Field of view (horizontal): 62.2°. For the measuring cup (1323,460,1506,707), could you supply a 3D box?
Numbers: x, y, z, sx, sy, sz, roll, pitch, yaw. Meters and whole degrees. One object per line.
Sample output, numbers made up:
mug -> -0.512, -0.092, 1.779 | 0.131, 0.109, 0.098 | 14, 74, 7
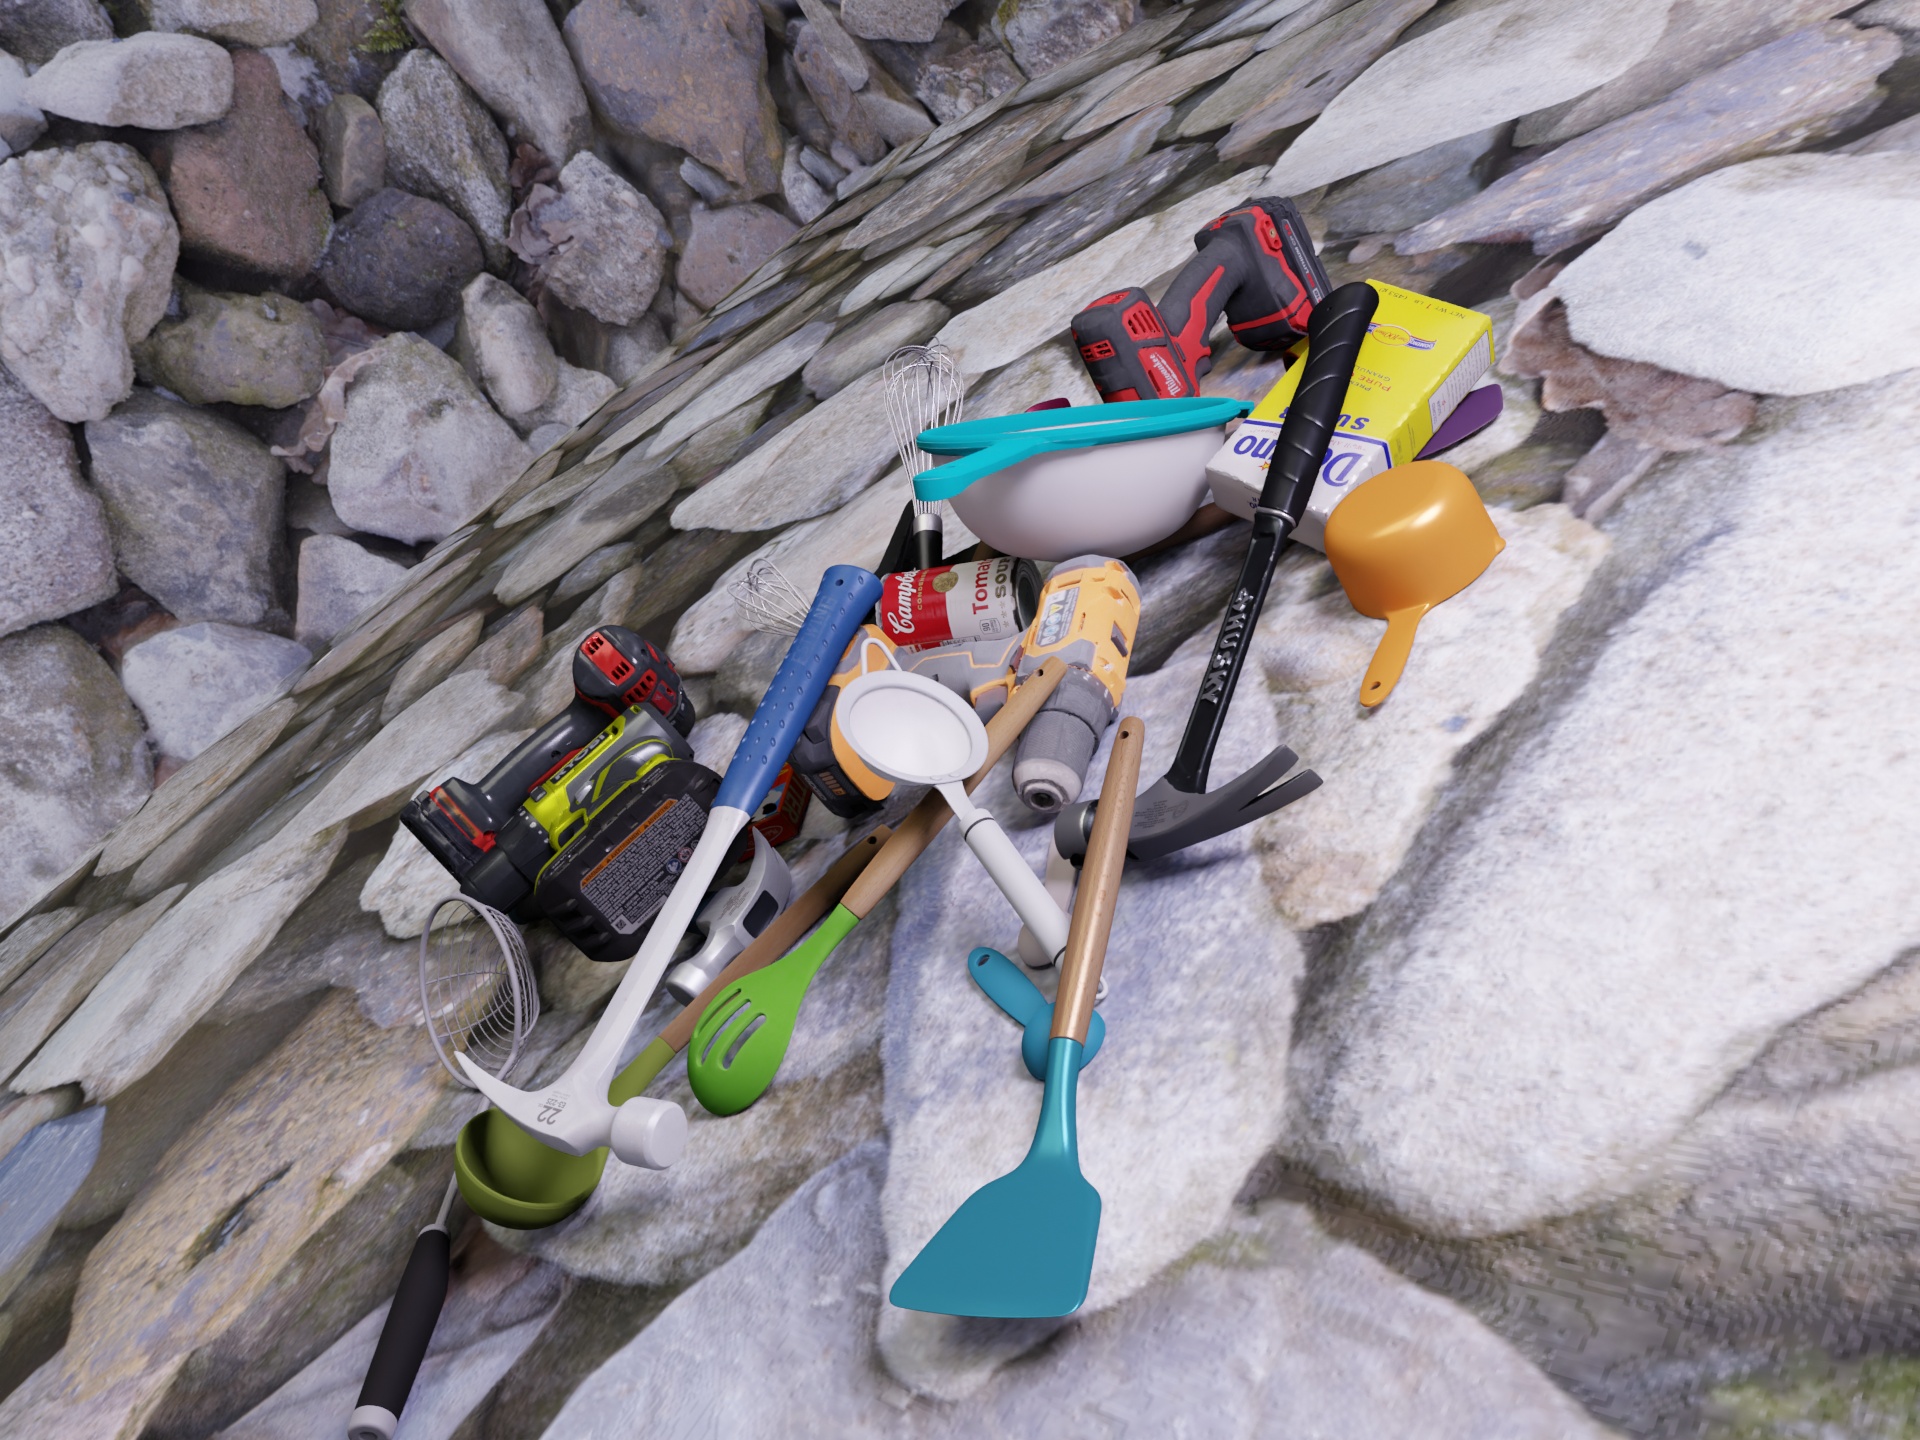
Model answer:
measuring cup -> 0.228, -0.077, 0.847 | 0.095, 0.052, 0.174 | -15, 30, 38

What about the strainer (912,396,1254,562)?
strainer -> 0.055, -0.136, 0.991 | 0.211, 0.095, 0.340 | 0, 17, 24

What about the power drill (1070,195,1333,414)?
power drill -> 0.185, -0.286, 1.190 | 0.220, 0.143, 0.078 | -42, 23, -30

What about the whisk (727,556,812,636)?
whisk -> -0.103, -0.065, 1.204 | 0.059, 0.057, 0.247 | -4, 26, -38

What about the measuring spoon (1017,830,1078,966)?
measuring spoon -> 0.049, 0.081, 0.837 | 0.034, 0.018, 0.124 | -24, 26, 24

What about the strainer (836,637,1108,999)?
strainer -> 0.003, 0.052, 0.824 | 0.087, 0.050, 0.259 | -7, 42, -32

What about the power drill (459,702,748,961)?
power drill -> -0.246, 0.081, 1.072 | 0.190, 0.080, 0.229 | -44, 23, -13

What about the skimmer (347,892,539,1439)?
skimmer -> -0.320, 0.247, 0.931 | 0.364, 0.090, 0.127 | -90, 26, -58

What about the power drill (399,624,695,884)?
power drill -> -0.305, 0.035, 1.249 | 0.227, 0.080, 0.187 | -46, -15, -7

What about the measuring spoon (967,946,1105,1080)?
measuring spoon -> 0.027, 0.132, 0.768 | 0.042, 0.021, 0.129 | -40, 26, -8

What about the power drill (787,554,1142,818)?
power drill -> -0.002, -0.003, 0.985 | 0.226, 0.084, 0.185 | -15, 40, 29

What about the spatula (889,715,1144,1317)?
spatula -> 0.049, 0.116, 0.705 | 0.082, 0.044, 0.318 | -8, 47, 28

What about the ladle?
ladle -> -0.151, 0.162, 0.909 | 0.078, 0.062, 0.320 | 34, 63, 25

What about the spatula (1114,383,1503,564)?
spatula -> 0.203, -0.149, 1.051 | 0.316, 0.018, 0.060 | -20, 31, 29

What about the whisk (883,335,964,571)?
whisk -> -0.026, -0.175, 1.229 | 0.070, 0.070, 0.285 | -19, 60, 33

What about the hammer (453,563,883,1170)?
hammer -> -0.143, 0.062, 0.922 | 0.144, 0.035, 0.406 | 3, 50, 27

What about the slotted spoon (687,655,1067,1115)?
slotted spoon -> -0.045, 0.084, 0.874 | 0.314, 0.031, 0.070 | -49, 44, -8

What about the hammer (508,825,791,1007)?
hammer -> -0.229, 0.128, 1.094 | 0.331, 0.033, 0.128 | -4, 40, 50

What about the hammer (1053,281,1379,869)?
hammer -> 0.172, -0.100, 0.875 | 0.149, 0.036, 0.409 | -17, 41, 49

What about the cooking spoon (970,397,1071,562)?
cooking spoon -> 0.025, -0.139, 1.205 | 0.069, 0.017, 0.319 | -8, 45, 35
